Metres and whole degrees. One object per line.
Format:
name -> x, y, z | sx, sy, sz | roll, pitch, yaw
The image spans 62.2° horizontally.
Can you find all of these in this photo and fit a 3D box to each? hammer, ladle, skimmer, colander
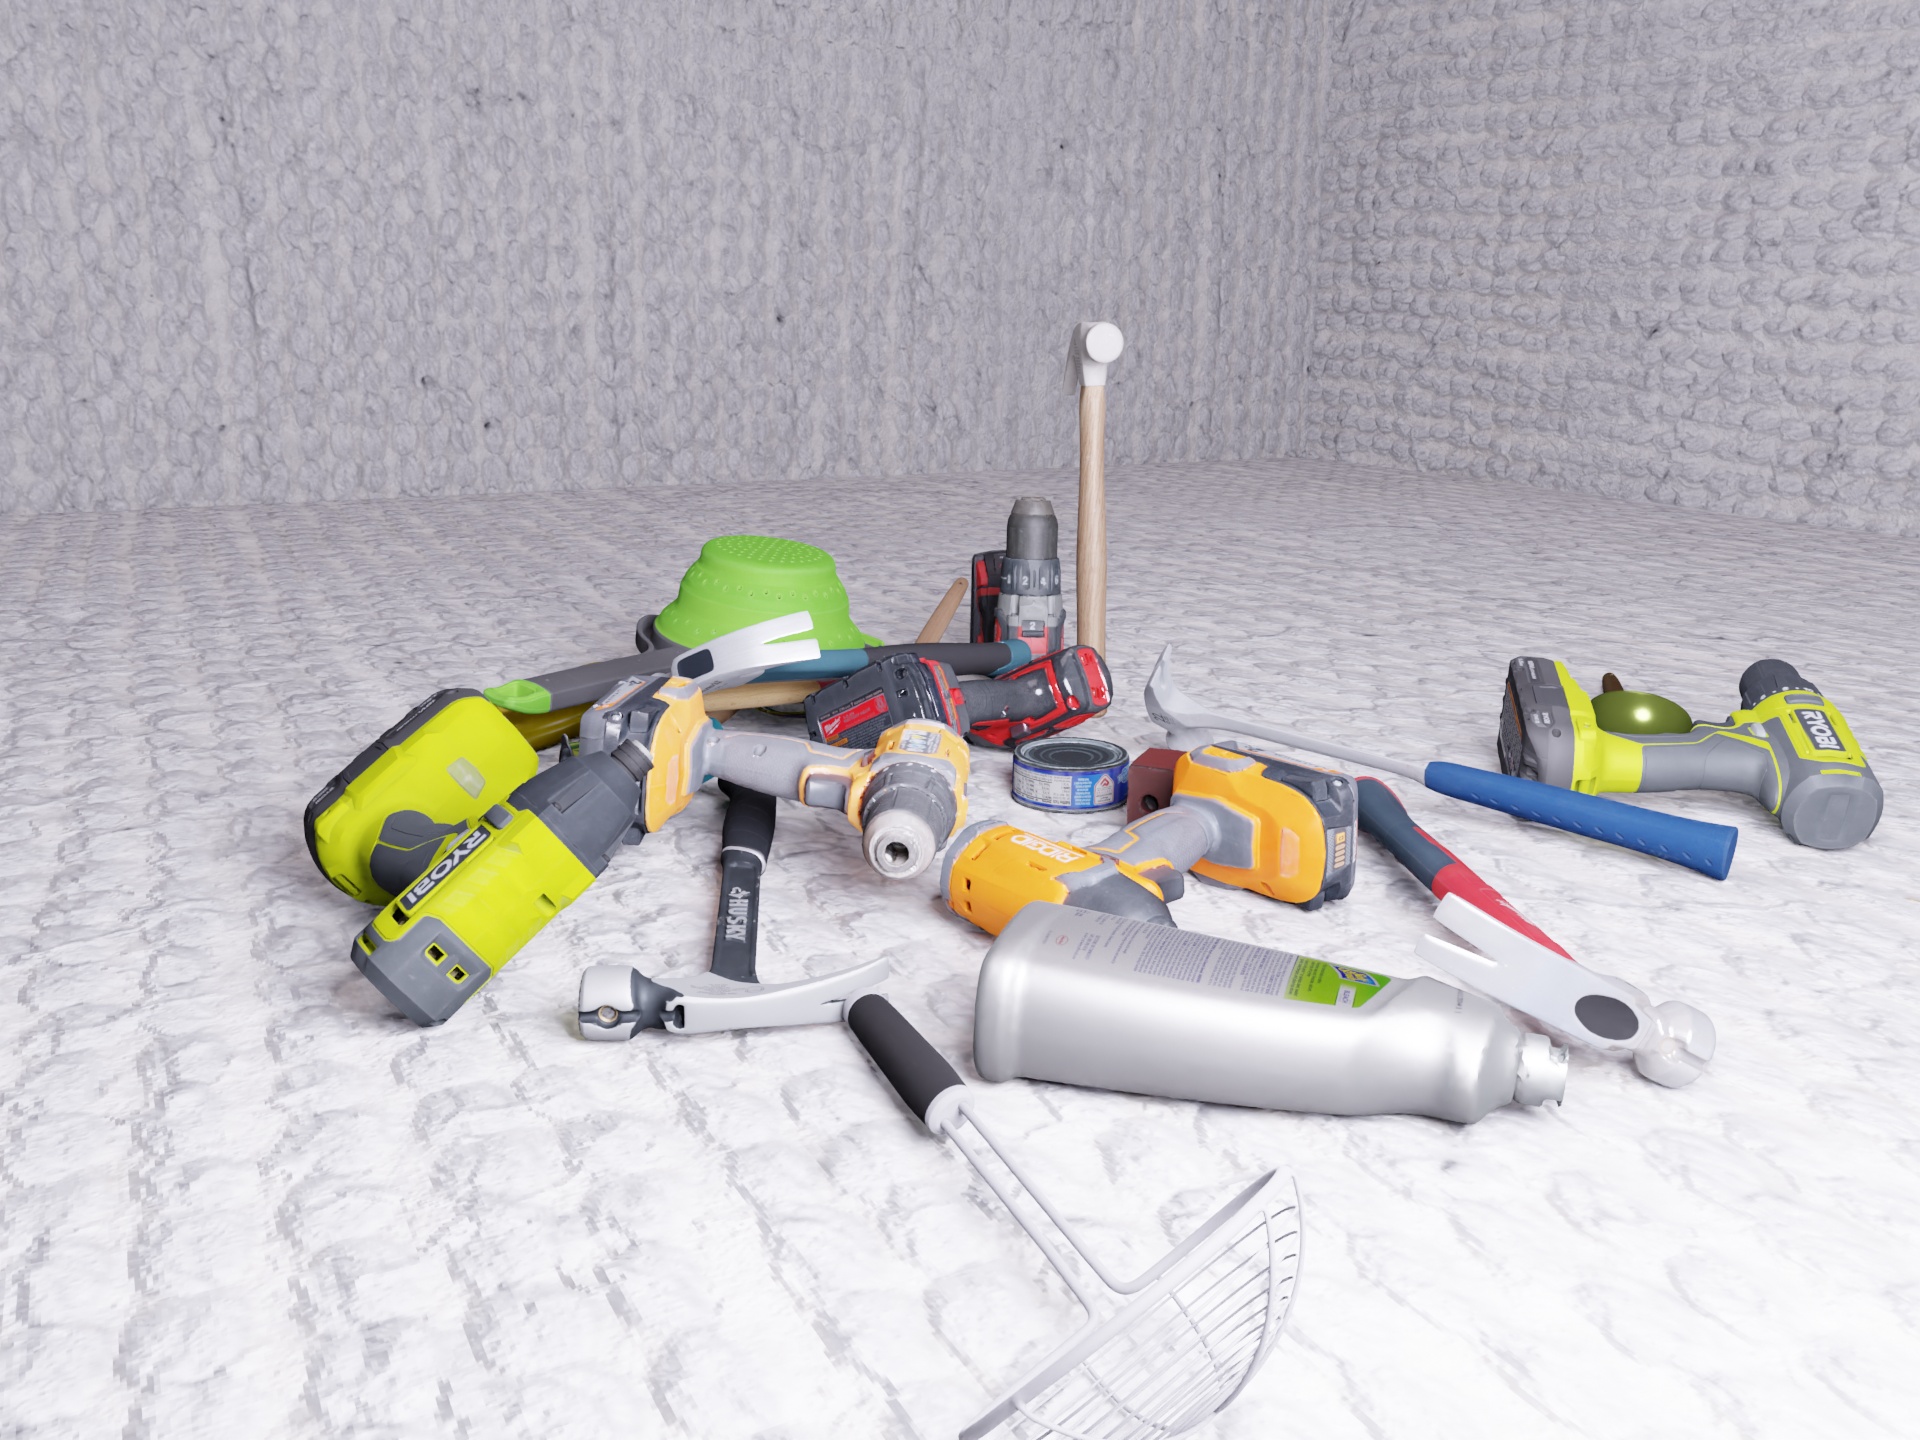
hammer -> -0.125, 0.089, 0.948 | 0.149, 0.036, 0.409 | 0, 14, -5
ladle -> 0.565, -0.020, 1.351 | 0.078, 0.062, 0.320 | 15, 16, 15
hammer -> 0.110, -0.167, 1.345 | 0.031, 0.331, 0.130 | -2, 14, -4
skimmer -> 0.005, 0.153, 0.601 | 0.127, 0.090, 0.363 | -36, 22, -11
ladle -> -0.130, -0.021, 1.191 | 0.315, 0.031, 0.069 | -6, 49, -42
hammer -> 0.264, 0.085, 0.891 | 0.143, 0.038, 0.386 | 26, 9, -7
hammer -> 0.308, 0.033, 1.084 | 0.406, 0.035, 0.143 | 16, -19, 31
colander -> -0.208, -0.082, 1.252 | 0.205, 0.094, 0.397 | 19, 21, 30
hammer -> -0.068, -0.042, 1.170 | 0.128, 0.033, 0.331 | -25, -14, 41

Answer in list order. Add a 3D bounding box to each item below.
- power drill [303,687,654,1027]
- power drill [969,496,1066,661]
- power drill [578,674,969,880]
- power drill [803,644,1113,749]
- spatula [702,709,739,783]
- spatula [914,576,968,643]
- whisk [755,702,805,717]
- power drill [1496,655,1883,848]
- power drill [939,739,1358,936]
power drill -> -0.264, 0.058, 0.862 | 0.171, 0.080, 0.223 | -45, 31, -16
power drill -> 0.054, -0.109, 1.423 | 0.080, 0.188, 0.227 | 1, 11, -3
power drill -> -0.108, 0.038, 0.937 | 0.226, 0.084, 0.185 | 7, 15, 1
power drill -> -0.002, -0.004, 1.181 | 0.143, 0.078, 0.219 | -24, -10, 42
spatula -> -0.194, 0.010, 1.244 | 0.082, 0.044, 0.317 | -28, 6, 5
spatula -> -0.038, -0.046, 1.337 | 0.060, 0.018, 0.316 | 20, 34, 4
whisk -> -0.067, -0.012, 1.334 | 0.245, 0.051, 0.047 | 8, 27, 10
power drill -> 0.506, 0.010, 1.126 | 0.228, 0.080, 0.191 | 3, 32, 10
power drill -> 0.124, 0.083, 0.897 | 0.226, 0.084, 0.164 | -16, 22, -35
